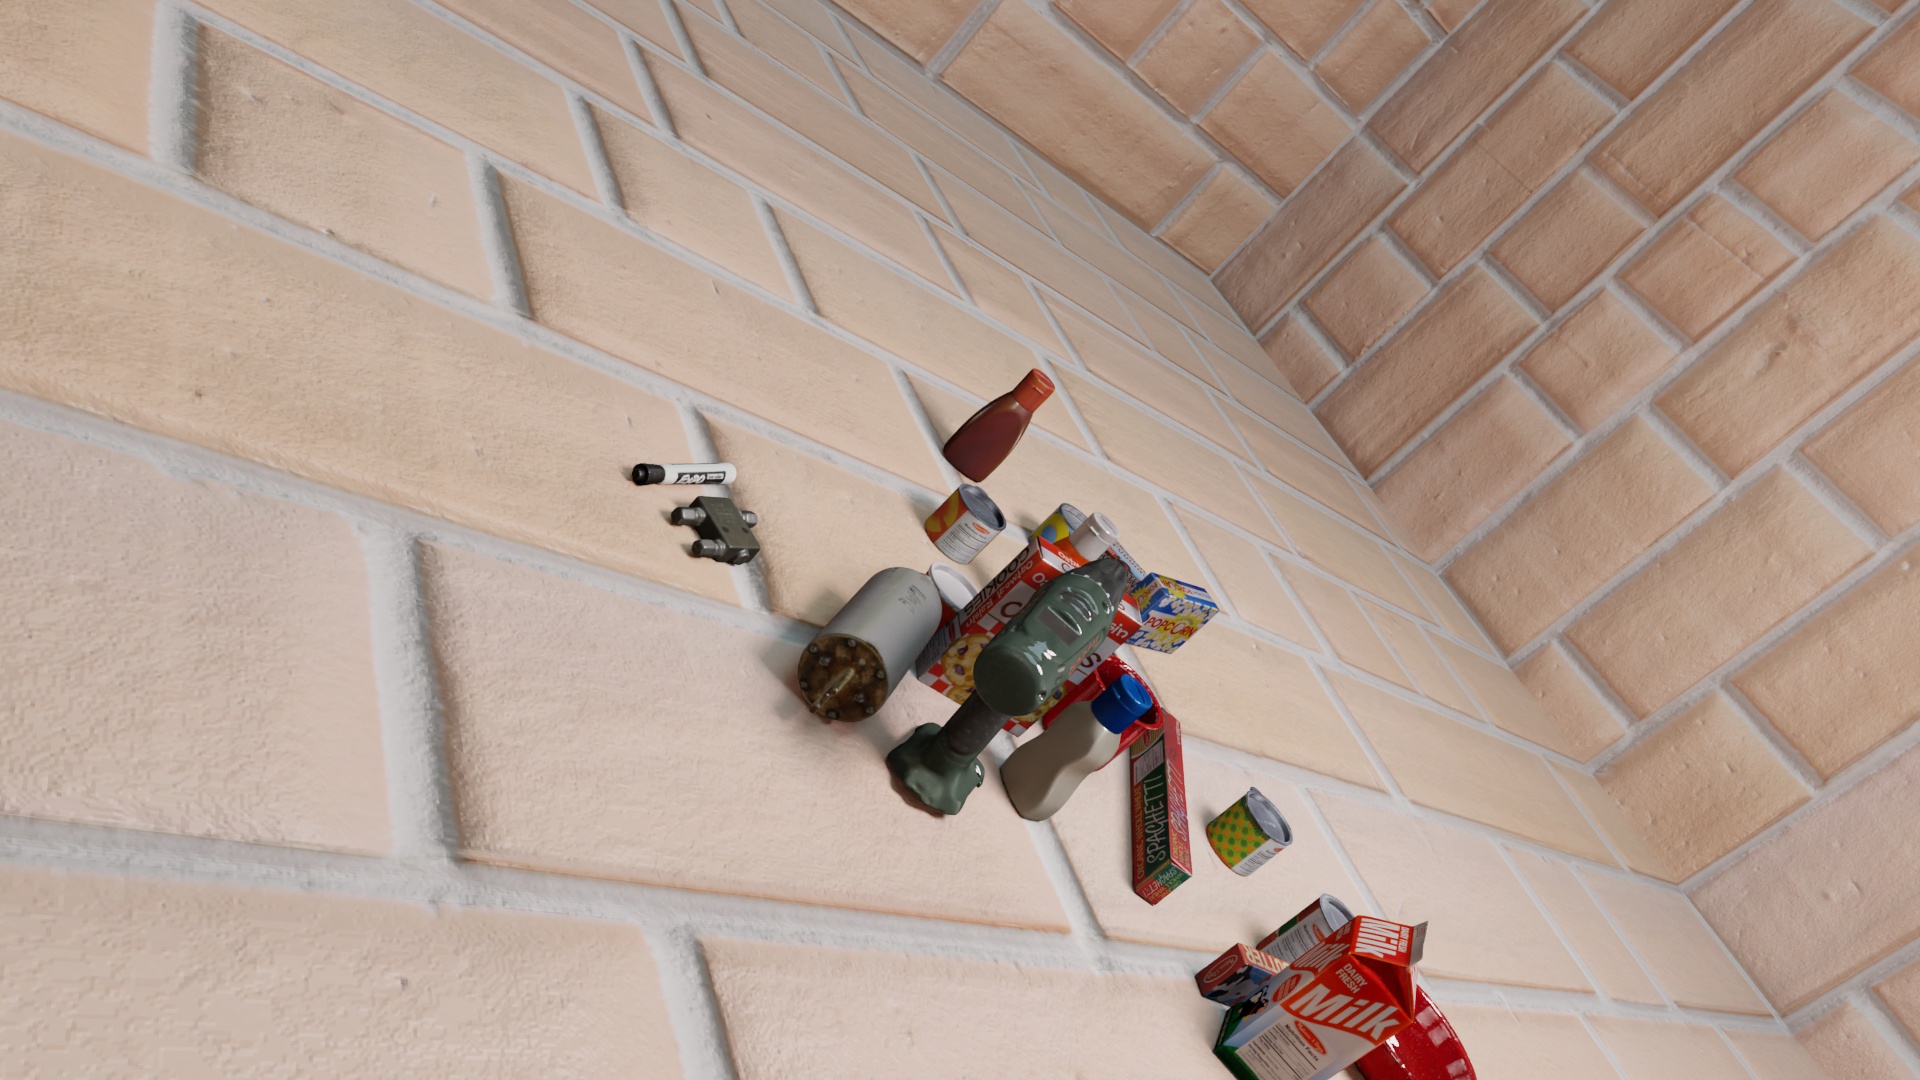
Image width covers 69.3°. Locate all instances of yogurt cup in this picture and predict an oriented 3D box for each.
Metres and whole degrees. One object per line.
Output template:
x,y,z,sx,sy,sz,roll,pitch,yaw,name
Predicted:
-0.018,0.062,1.296,0.072,0.053,0.073,36,24,-19,yogurt cup

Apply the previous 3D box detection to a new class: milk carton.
0.303,0.374,1.126,0.073,0.190,0.072,47,23,7,milk carton

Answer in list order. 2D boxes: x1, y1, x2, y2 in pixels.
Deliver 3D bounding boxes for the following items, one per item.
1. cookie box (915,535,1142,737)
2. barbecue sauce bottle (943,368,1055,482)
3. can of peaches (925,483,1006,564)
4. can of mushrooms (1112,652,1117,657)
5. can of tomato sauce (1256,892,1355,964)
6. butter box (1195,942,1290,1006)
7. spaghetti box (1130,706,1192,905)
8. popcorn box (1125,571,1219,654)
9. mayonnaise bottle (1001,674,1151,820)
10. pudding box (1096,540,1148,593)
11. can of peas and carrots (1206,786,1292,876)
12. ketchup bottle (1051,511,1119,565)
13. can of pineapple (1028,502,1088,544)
0.060,0.087,1.237,0.123,0.167,0.040,33,25,-26,cookie box
0.049,-0.137,1.624,0.065,0.148,0.044,38,23,-16,barbecue sauce bottle
0.005,-0.018,1.466,0.071,0.058,0.071,36,24,-19,can of peaches
0.136,0.125,1.473,0.071,0.033,0.071,36,24,-19,can of mushrooms
0.330,0.381,1.297,0.071,0.083,0.071,36,24,-19,can of tomato sauce
0.258,0.385,1.209,0.103,0.053,0.024,29,27,-32,butter box
0.189,0.248,1.331,0.028,0.050,0.251,39,23,-13,spaghetti box
0.238,0.087,1.640,0.127,0.085,0.038,16,36,-49,popcorn box
0.100,0.173,1.182,0.041,0.147,0.065,23,31,-42,mayonnaise bottle
0.191,0.039,1.688,0.084,0.049,0.030,49,23,11,pudding box
0.292,0.296,1.410,0.071,0.058,0.071,36,24,-19,can of peas and carrots
0.099,0.032,1.420,0.065,0.148,0.043,51,23,16,ketchup bottle
0.123,0.000,1.632,0.071,0.057,0.071,36,24,-19,can of pineapple
